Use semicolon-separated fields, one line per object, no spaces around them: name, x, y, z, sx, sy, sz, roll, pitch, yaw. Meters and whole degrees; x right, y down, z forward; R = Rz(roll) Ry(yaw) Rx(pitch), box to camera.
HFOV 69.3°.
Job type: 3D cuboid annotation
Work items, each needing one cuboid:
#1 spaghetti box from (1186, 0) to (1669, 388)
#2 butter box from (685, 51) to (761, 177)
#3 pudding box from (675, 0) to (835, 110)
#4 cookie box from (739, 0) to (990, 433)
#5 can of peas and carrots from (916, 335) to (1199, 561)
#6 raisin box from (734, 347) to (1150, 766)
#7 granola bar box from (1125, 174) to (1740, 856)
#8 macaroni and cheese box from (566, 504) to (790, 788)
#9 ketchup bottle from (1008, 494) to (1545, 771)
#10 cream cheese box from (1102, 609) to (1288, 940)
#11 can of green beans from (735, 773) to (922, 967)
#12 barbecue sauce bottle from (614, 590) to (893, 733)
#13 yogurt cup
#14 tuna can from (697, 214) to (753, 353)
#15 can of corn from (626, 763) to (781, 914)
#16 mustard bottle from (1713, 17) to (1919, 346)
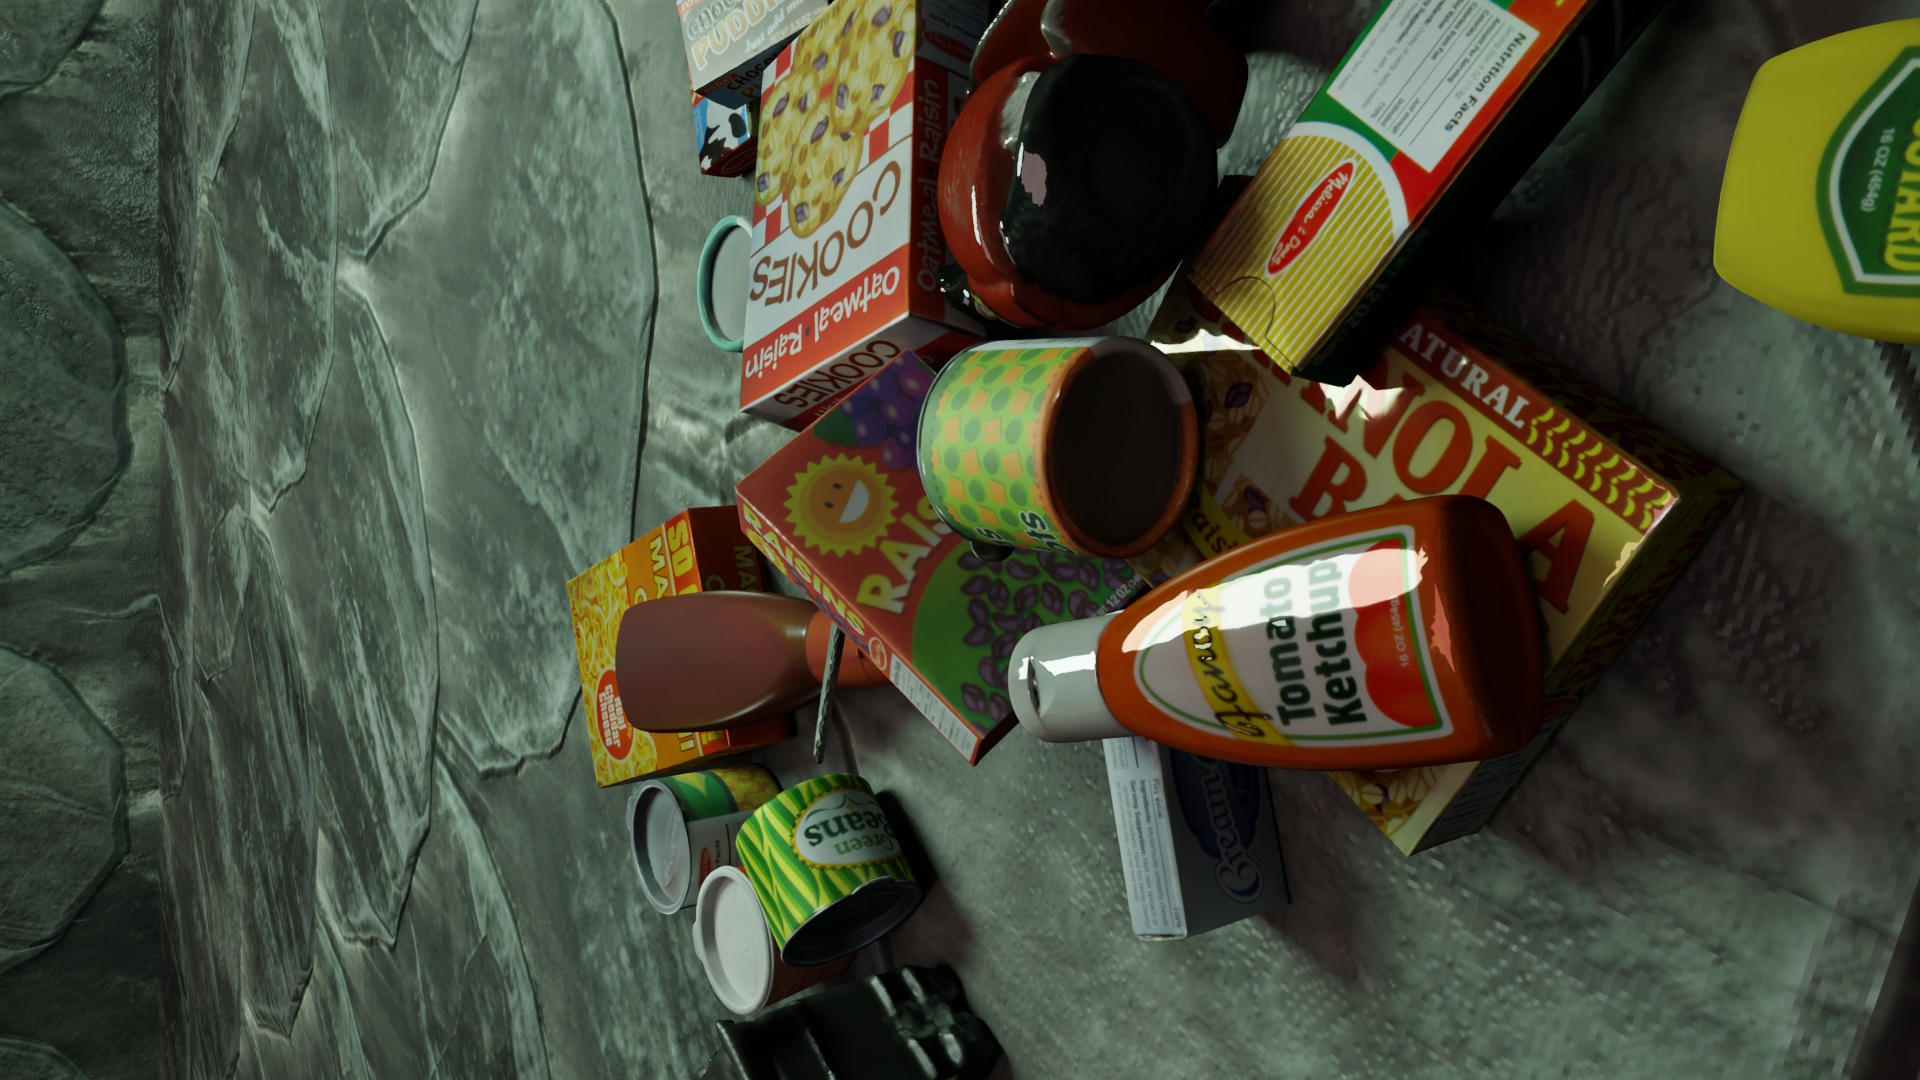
spaghetti box;0.148;-0.147;0.326;0.249;0.029;0.050;-54;52;25
butter box;-0.113;-0.238;0.688;0.053;0.024;0.103;-14;82;51
pudding box;-0.086;-0.237;0.629;0.083;0.030;0.050;-18;78;30
cookie box;-0.039;-0.140;0.562;0.122;0.040;0.168;-20;63;50
can of peas and carrots;0.030;-0.026;0.423;0.058;0.071;0.071;7;98;51
raisin box;-0.007;0.003;0.487;0.123;0.086;0.040;44;162;13
granola bar box;0.114;-0.013;0.404;0.166;0.039;0.123;50;129;38
macaroni and cheese box;-0.156;0.061;0.750;0.166;0.040;0.124;-23;75;50
ketchup bottle;0.077;0.032;0.376;0.148;0.043;0.065;-15;80;46
cream cheese box;0.073;0.072;0.451;0.024;0.053;0.104;-17;79;49
can of green beans;-0.058;0.144;0.611;0.058;0.071;0.071;59;134;31
barbecue sauce bottle;-0.088;0.052;0.626;0.148;0.044;0.065;-8;83;31
yogurt cup;-0.086;0.184;0.658;0.072;0.054;0.072;5;97;51
tuna can;-0.099;-0.122;0.671;0.071;0.033;0.071;5;96;51
can of corn;-0.128;0.149;0.706;0.071;0.058;0.071;6;97;51
mustard bottle;0.227;-0.062;0.250;0.160;0.049;0.065;20;110;49
